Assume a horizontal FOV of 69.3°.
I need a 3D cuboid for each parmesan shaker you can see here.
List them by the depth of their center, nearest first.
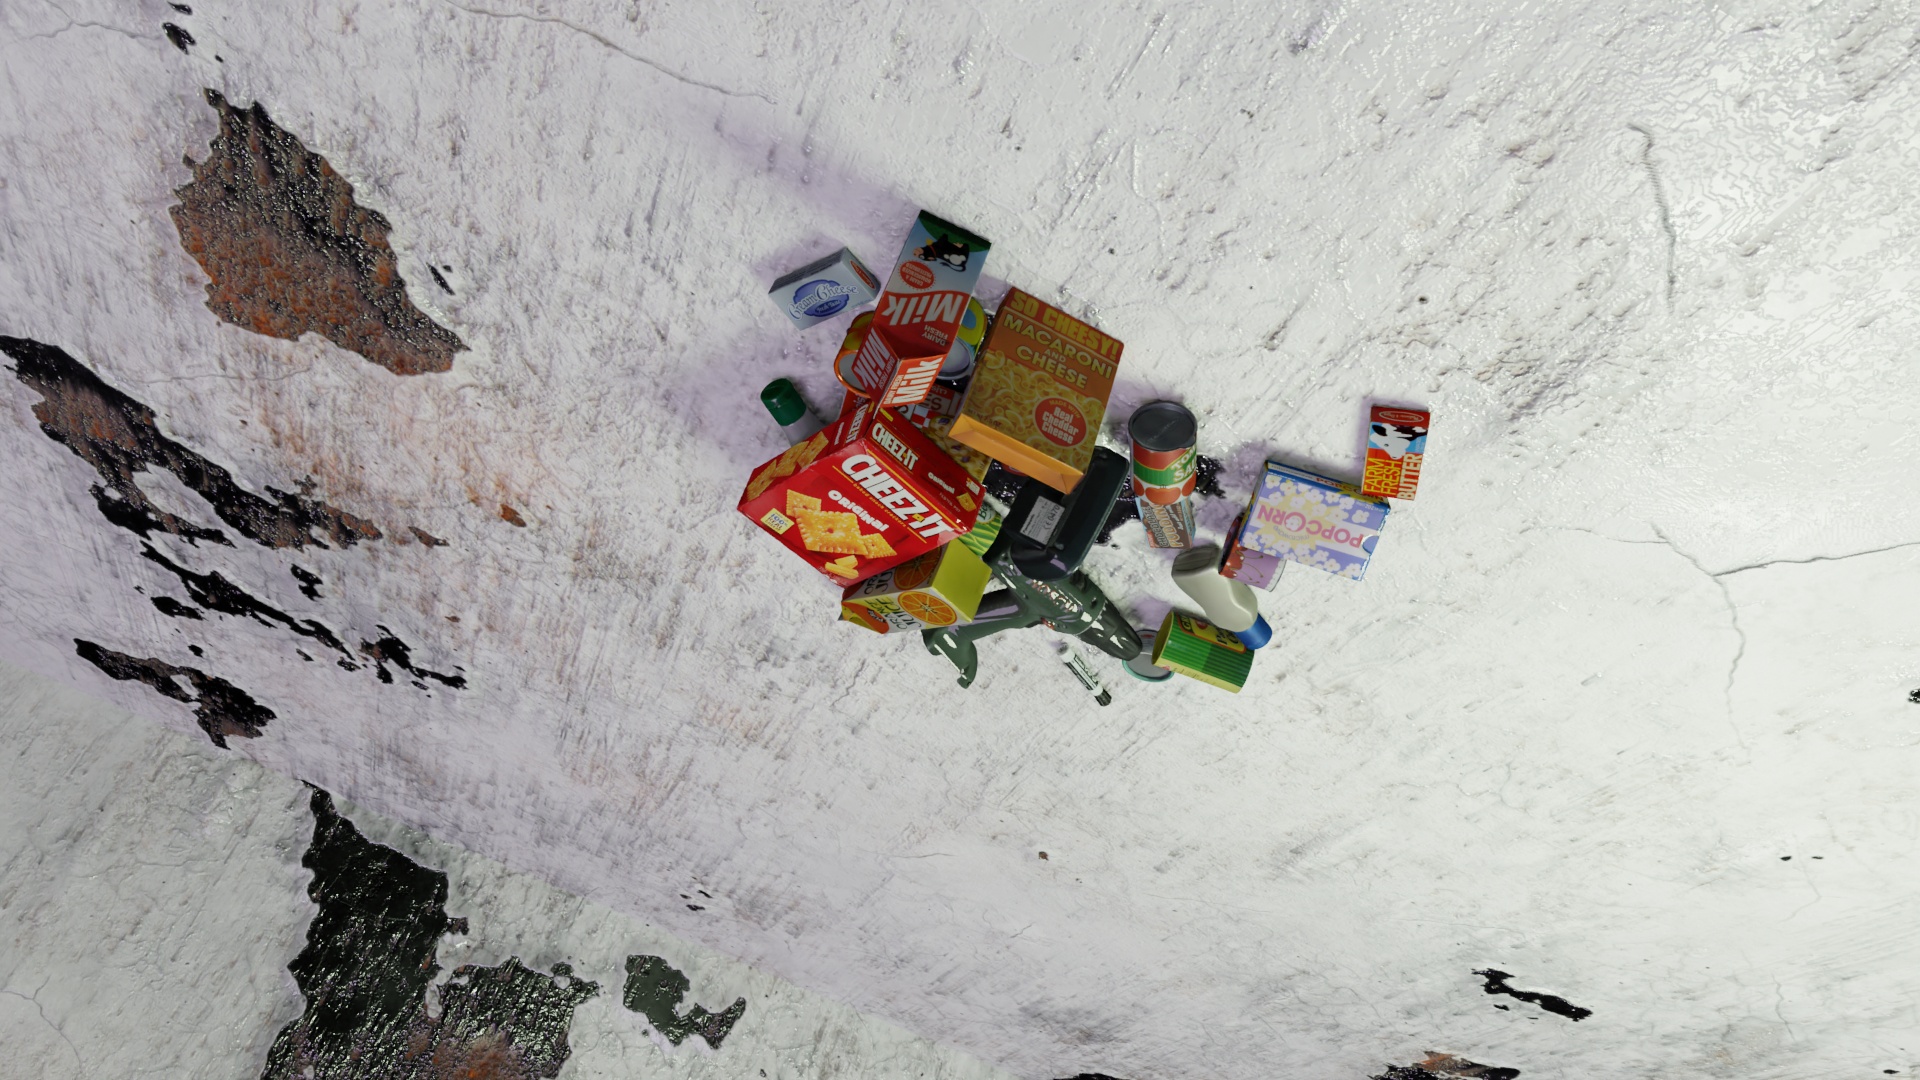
[{"bbox_3d":[0.281,0.129,1.608,0.103,0.072,0.071,19,144,-1],"label":"parmesan shaker"}]

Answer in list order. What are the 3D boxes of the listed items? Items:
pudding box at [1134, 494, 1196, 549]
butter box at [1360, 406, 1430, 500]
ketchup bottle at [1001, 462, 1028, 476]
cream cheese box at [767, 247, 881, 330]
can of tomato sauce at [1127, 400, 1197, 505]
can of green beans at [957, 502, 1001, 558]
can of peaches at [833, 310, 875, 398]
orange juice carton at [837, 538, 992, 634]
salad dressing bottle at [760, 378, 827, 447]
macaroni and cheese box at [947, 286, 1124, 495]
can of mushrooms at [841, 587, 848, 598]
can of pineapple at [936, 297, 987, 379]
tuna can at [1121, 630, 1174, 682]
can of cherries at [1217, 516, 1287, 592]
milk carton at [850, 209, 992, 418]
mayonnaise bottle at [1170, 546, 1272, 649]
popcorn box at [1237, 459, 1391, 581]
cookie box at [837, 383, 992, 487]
[{"bbox_3d":[0.216,-0.028,1.458,0.049,0.030,0.083,4,141,22],"label":"pudding box"},{"bbox_3d":[0.407,-0.081,1.304,0.053,0.024,0.103,8,143,16],"label":"butter box"},{"bbox_3d":[0.086,-0.122,1.381,0.065,0.044,0.148,2,146,-14],"label":"ketchup bottle"},{"bbox_3d":[-0.132,-0.242,1.344,0.103,0.024,0.053,-15,131,38],"label":"cream cheese box"},{"bbox_3d":[0.200,-0.084,1.360,0.071,0.071,0.082,9,144,15],"label":"can of tomato sauce"},{"bbox_3d":[0.004,-0.018,1.540,0.058,0.071,0.071,32,142,-19],"label":"can of green beans"},{"bbox_3d":[-0.088,-0.183,1.372,0.071,0.058,0.071,12,144,9],"label":"can of peaches"},{"bbox_3d":[-0.064,0.053,1.560,0.192,0.072,0.073,-11,137,45],"label":"orange juice carton"},{"bbox_3d":[-0.165,-0.112,1.514,0.064,0.044,0.147,-5,137,32],"label":"salad dressing bottle"},{"bbox_3d":[0.071,-0.138,1.263,0.124,0.167,0.040,26,144,-8],"label":"macaroni and cheese box"},{"bbox_3d":[-0.115,0.066,1.733,0.071,0.034,0.070,13,145,9],"label":"can of mushrooms"},{"bbox_3d":[-0.011,-0.195,1.321,0.071,0.058,0.070,13,144,10],"label":"can of pineapple"},{"bbox_3d":[0.230,0.142,1.673,0.071,0.033,0.070,13,143,10],"label":"tuna can"},{"bbox_3d":[0.305,0.012,1.440,0.058,0.072,0.071,19,144,3],"label":"can of cherries"},{"bbox_3d":[-0.039,-0.194,1.220,0.073,0.191,0.072,24,144,-6],"label":"milk carton"},{"bbox_3d":[0.295,0.066,1.537,0.064,0.041,0.147,-13,134,39],"label":"mayonnaise bottle"},{"bbox_3d":[0.348,-0.020,1.372,0.127,0.038,0.084,17,115,4],"label":"popcorn box"},{"bbox_3d":[-0.045,-0.116,1.457,0.167,0.040,0.122,20,144,-3],"label":"cookie box"}]
